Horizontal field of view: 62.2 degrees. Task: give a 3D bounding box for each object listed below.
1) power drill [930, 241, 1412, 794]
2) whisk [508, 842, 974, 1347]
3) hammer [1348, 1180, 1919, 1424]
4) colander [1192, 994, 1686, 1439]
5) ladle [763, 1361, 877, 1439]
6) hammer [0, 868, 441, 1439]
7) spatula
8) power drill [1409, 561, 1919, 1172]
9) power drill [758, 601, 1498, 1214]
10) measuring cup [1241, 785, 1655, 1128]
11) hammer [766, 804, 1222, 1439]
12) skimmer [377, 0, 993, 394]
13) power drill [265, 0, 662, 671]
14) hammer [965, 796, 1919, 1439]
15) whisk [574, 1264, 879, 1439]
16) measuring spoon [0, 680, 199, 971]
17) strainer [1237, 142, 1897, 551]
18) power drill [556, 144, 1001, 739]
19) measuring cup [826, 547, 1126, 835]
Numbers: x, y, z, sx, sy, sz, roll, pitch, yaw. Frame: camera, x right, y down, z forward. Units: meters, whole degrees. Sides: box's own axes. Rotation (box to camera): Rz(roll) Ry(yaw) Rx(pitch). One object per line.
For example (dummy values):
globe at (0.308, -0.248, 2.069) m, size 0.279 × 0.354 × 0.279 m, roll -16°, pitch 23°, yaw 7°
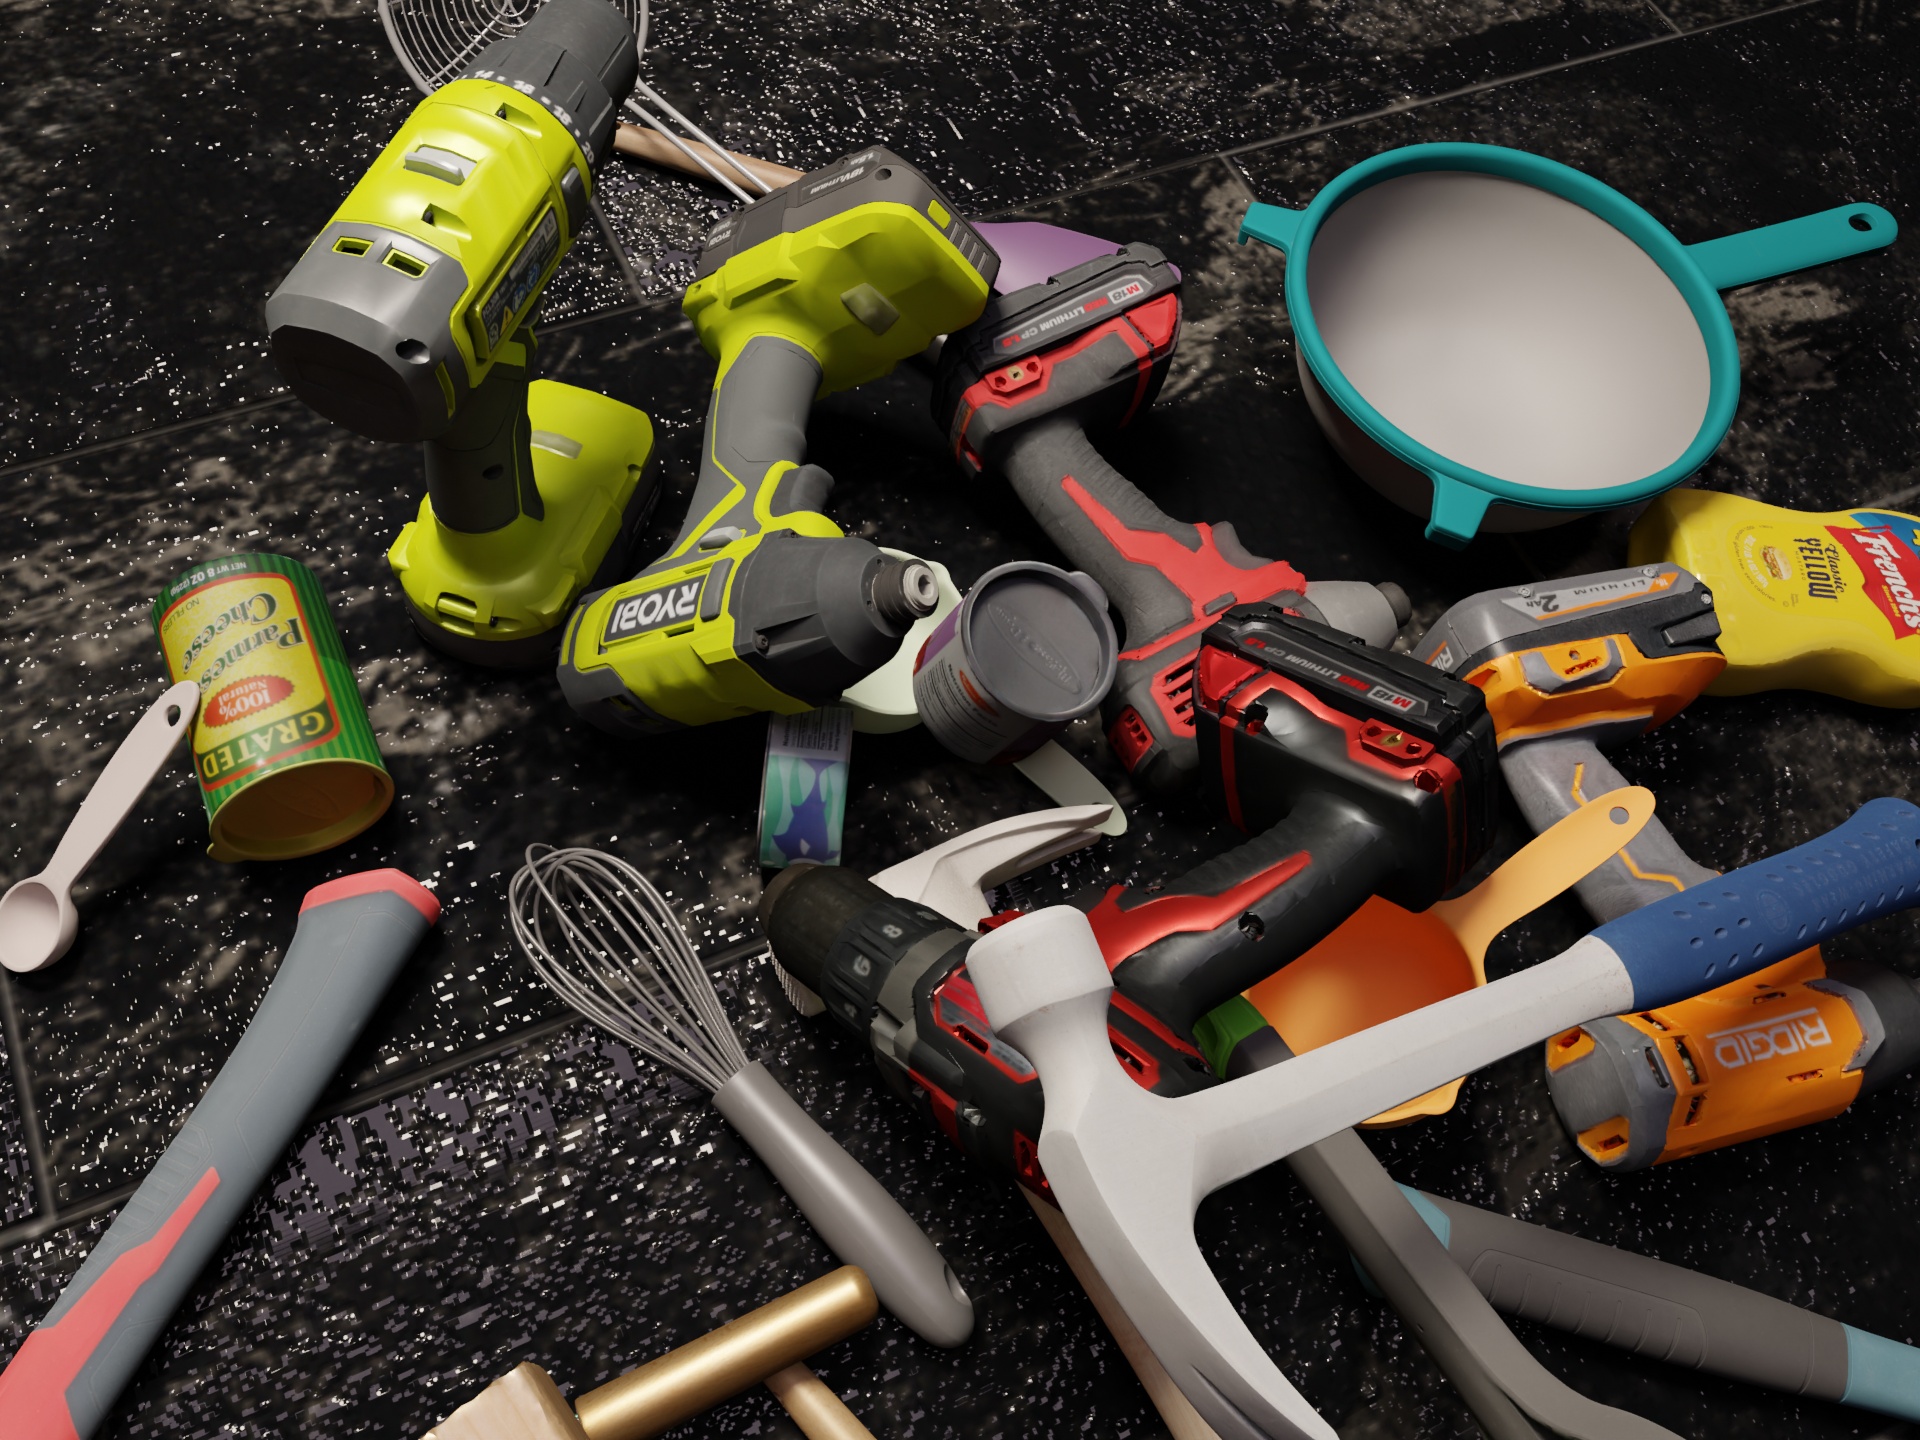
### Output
power drill at (0.091, -0.089, 0.692) m, size 0.143 × 0.078 × 0.220 m, roll -26°, pitch 75°, yaw -14°
whisk at (-0.081, 0.131, 0.574) m, size 0.055 × 0.055 × 0.239 m, roll -39°, pitch 75°, yaw -24°
hammer at (0.299, 0.227, 0.568) m, size 0.331 × 0.033 × 0.128 m, roll 16°, pitch 60°, yaw 3°
colander at (0.152, 0.243, 0.461) m, size 0.094 × 0.204 × 0.398 m, roll -26°, pitch 56°, yaw -16°
ladle at (0.038, 0.317, 0.475) m, size 0.320 × 0.078 × 0.062 m, roll 40°, pitch 54°, yaw 23°
hammer at (-0.272, 0.219, 0.505) m, size 0.143 × 0.038 × 0.386 m, roll 24°, pitch 60°, yaw 6°
spatula at (-0.042, -0.259, 0.818) m, size 0.316 × 0.018 × 0.060 m, roll 18°, pitch 66°, yaw 3°
power drill at (0.290, 0.053, 0.643) m, size 0.164 × 0.084 × 0.227 m, roll -9°, pitch 66°, yaw -13°
power drill at (0.056, 0.053, 0.553) m, size 0.227 × 0.080 × 0.188 m, roll -38°, pitch 43°, yaw -26°
measuring cup at (0.186, 0.084, 0.597) m, size 0.173 × 0.052 × 0.095 m, roll -36°, pitch 65°, yaw 0°
hammer at (0.085, 0.216, 0.549) m, size 0.146 × 0.038 × 0.411 m, roll -22°, pitch 65°, yaw -20°
skimmer at (-0.119, -0.268, 0.761) m, size 0.363 × 0.090 × 0.127 m, roll 41°, pitch 100°, yaw 9°
power drill at (-0.170, -0.142, 0.613) m, size 0.080 × 0.228 × 0.191 m, roll 19°, pitch 60°, yaw 4°
hammer at (0.194, 0.087, 0.490) m, size 0.405 × 0.035 × 0.144 m, roll -11°, pitch 68°, yaw -33°
whisk at (-0.138, 0.237, 0.500) m, size 0.245 × 0.047 × 0.051 m, roll -22°, pitch 66°, yaw -16°
measuring spoon at (-0.314, 0.039, 0.589) m, size 0.034 × 0.018 × 0.124 m, roll 33°, pitch 89°, yaw 23°
strainer at (0.301, -0.182, 0.771) m, size 0.340 × 0.095 × 0.211 m, roll -18°, pitch 66°, yaw -18°
power drill at (-0.062, -0.106, 0.624) m, size 0.171 × 0.080 × 0.223 m, roll -11°, pitch 57°, yaw 39°
measuring cup at (-0.001, -0.002, 0.671) m, size 0.167 × 0.038 × 0.083 m, roll 40°, pitch 60°, yaw -3°
